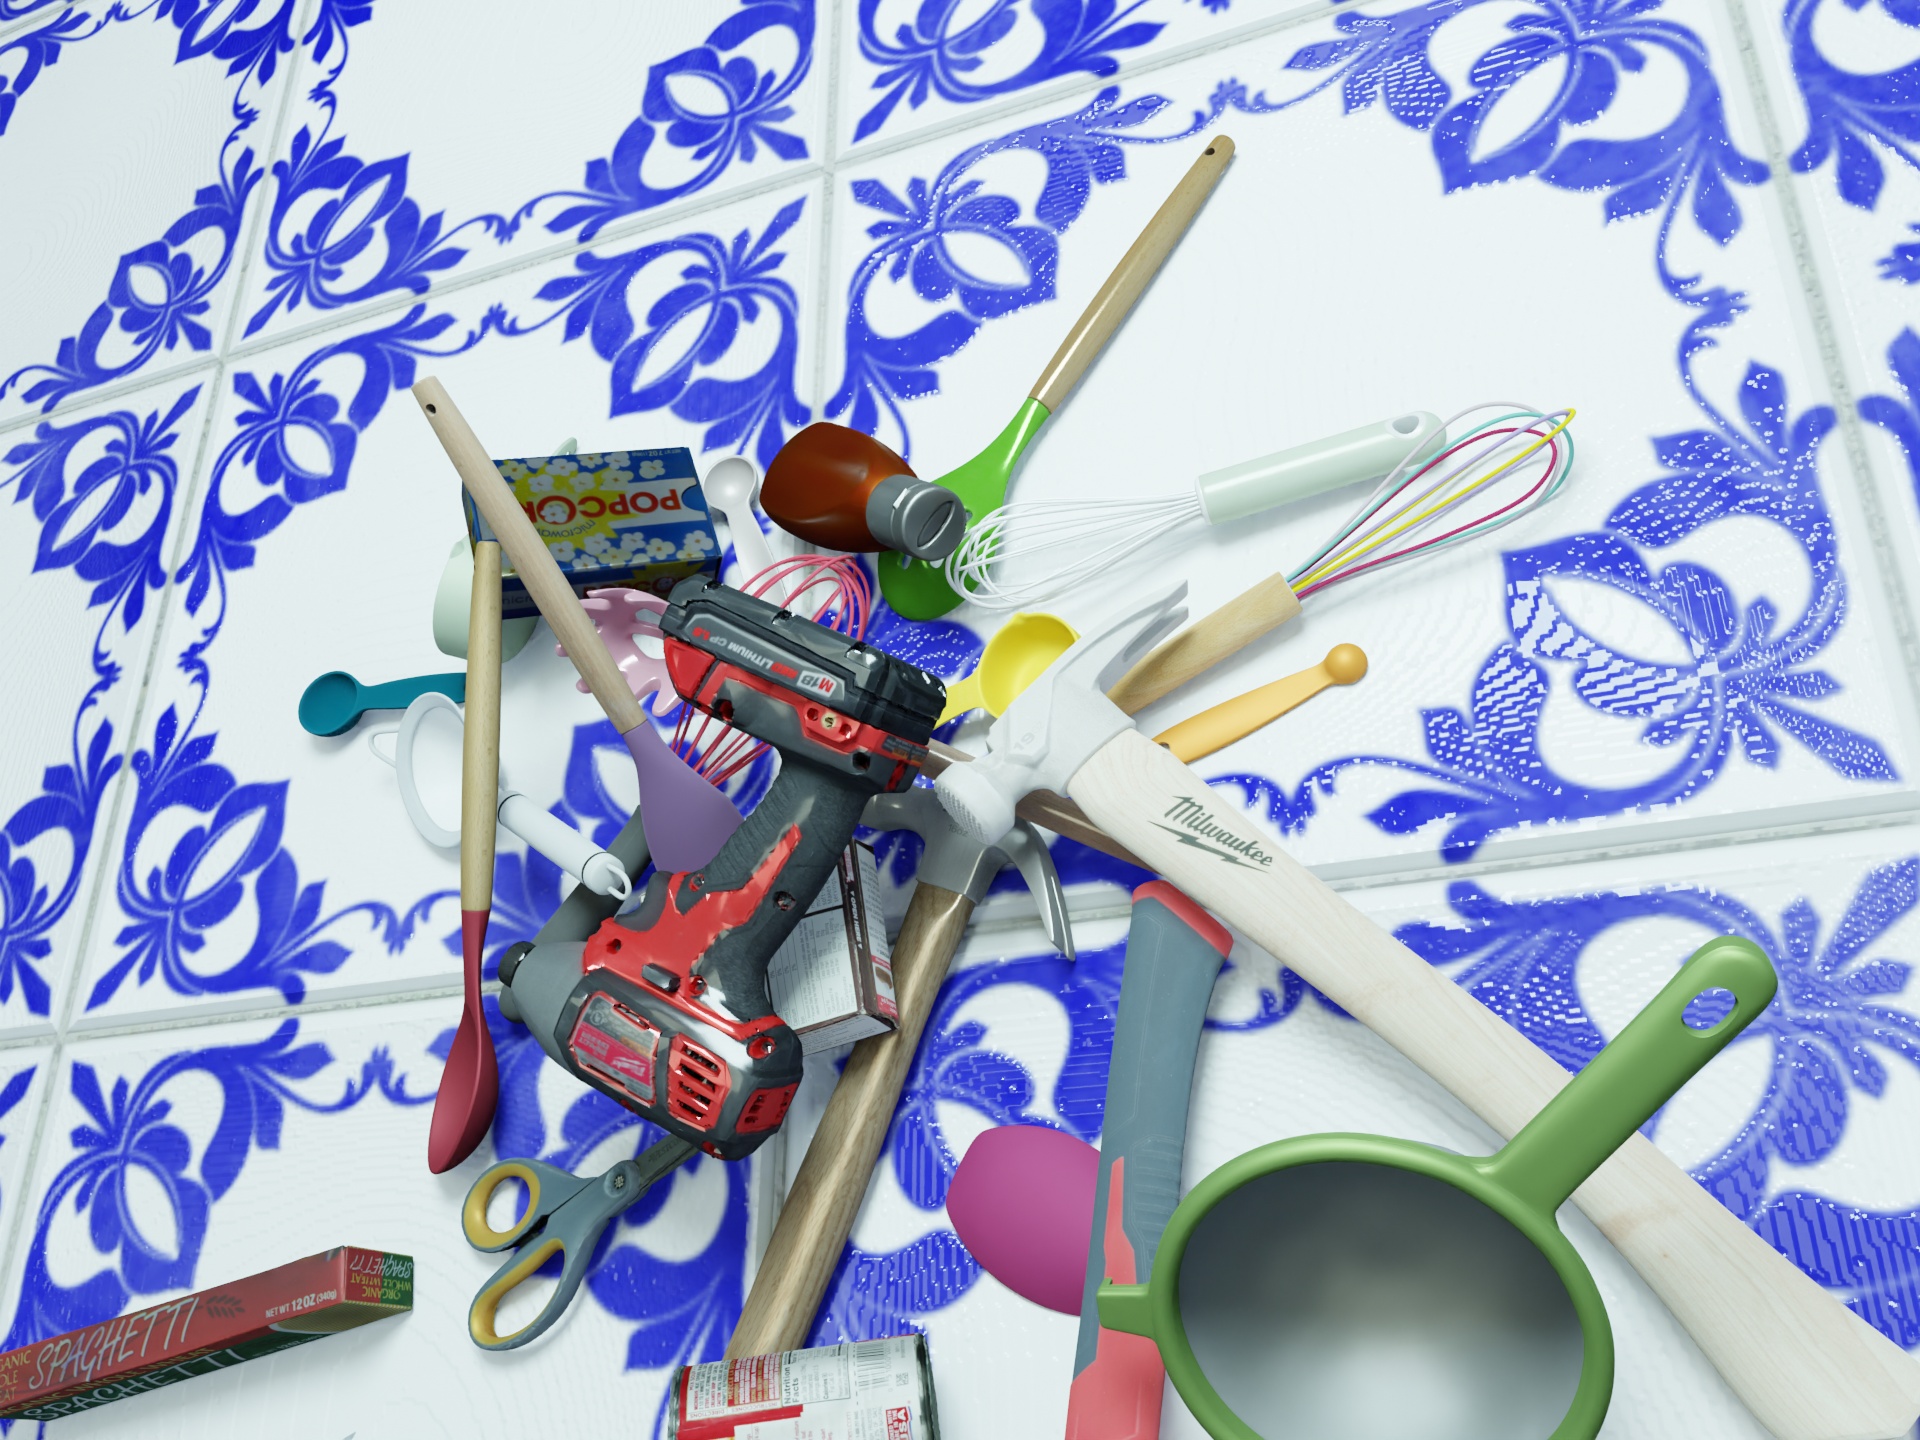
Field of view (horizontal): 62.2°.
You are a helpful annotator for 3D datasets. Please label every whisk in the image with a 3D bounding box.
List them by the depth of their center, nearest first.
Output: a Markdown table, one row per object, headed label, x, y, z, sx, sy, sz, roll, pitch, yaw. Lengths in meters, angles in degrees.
| label | x | y | z | sx | sy | sz | roll | pitch | yaw |
| --- | --- | --- | --- | --- | --- | --- | --- | --- | --- |
| whisk | 0.171 | -0.071 | 0.728 | 0.245 | 0.051 | 0.047 | -32 | 37 | 13 |
| whisk | 0.110 | -0.102 | 0.764 | 0.246 | 0.059 | 0.058 | -15 | 46 | 13 |
| whisk | -0.144 | 0.034 | 0.814 | 0.073 | 0.073 | 0.296 | 37 | 91 | 33 |

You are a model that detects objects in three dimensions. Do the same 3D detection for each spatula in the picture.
| label | x | y | z | sx | sy | sz | roll | pitch | yaw |
| --- | --- | --- | --- | --- | --- | --- | --- | --- | --- |
| spatula | -0.169 | -0.018 | 0.750 | 0.060 | 0.018 | 0.315 | -24 | 103 | 22 |

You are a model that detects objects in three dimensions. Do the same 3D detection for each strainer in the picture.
| label | x | y | z | sx | sy | sz | roll | pitch | yaw |
| --- | --- | --- | --- | --- | --- | --- | --- | --- | --- |
| strainer | 0.173 | 0.157 | 0.535 | 0.151 | 0.069 | 0.256 | 36 | 114 | 5 |
| strainer | -0.237 | 0.045 | 0.834 | 0.259 | 0.050 | 0.087 | 23 | 110 | 45 |

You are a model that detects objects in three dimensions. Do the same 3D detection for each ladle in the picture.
| label | x | y | z | sx | sy | sz | roll | pitch | yaw |
| --- | --- | --- | --- | --- | --- | --- | --- | --- | --- |
| ladle | -0.243 | 0.068 | 0.796 | 0.069 | 0.031 | 0.315 | 6 | 93 | 61 |

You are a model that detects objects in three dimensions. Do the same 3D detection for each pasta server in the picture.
| label | x | y | z | sx | sy | sz | roll | pitch | yaw |
| --- | --- | --- | --- | --- | --- | --- | --- | --- | --- |
| pasta server | -0.046 | 0.008 | 0.737 | 0.316 | 0.040 | 0.060 | 23 | 119 | 16 |

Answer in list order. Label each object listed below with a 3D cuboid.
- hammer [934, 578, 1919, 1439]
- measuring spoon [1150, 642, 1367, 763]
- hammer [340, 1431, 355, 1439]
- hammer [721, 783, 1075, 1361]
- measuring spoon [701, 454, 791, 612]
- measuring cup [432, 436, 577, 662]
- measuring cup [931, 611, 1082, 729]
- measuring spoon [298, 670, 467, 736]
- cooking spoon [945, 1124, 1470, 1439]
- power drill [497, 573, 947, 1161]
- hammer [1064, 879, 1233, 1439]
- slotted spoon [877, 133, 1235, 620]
| label | x | y | z | sx | sy | sz | roll | pitch | yaw |
| --- | --- | --- | --- | --- | --- | --- | --- | --- | --- |
| hammer | 0.179 | 0.103 | 0.617 | 0.146 | 0.038 | 0.411 | -43 | 64 | -14 |
| measuring spoon | 0.131 | -0.006 | 0.728 | 0.117 | 0.011 | 0.021 | -27 | 59 | 12 |
| hammer | -0.168 | 0.370 | 0.670 | 0.331 | 0.033 | 0.128 | -8 | 90 | 17 |
| hammer | -0.046 | 0.184 | 0.714 | 0.130 | 0.031 | 0.331 | 14 | 74 | 30 |
| measuring spoon | -0.114 | -0.094 | 0.885 | 0.034 | 0.018 | 0.124 | -25 | 66 | 9 |
| measuring cup | -0.250 | -0.103 | 0.929 | 0.038 | 0.083 | 0.168 | 19 | 57 | 7 |
| measuring cup | -0.001 | -0.003 | 0.787 | 0.156 | 0.029 | 0.062 | -25 | 59 | 27 |
| measuring spoon | -0.334 | -0.011 | 0.950 | 0.128 | 0.021 | 0.042 | -6 | 65 | 13 |
| cooking spoon | 0.125 | 0.243 | 0.614 | 0.319 | 0.017 | 0.069 | 21 | 77 | 32 |
| power drill | -0.106 | 0.059 | 0.677 | 0.143 | 0.078 | 0.219 | 23 | 90 | 21 |
| hammer | 0.047 | 0.246 | 0.613 | 0.143 | 0.038 | 0.387 | -4 | 60 | 24 |
| slotted spoon | 0.054 | -0.187 | 0.840 | 0.070 | 0.031 | 0.314 | 30 | 81 | 33 |
